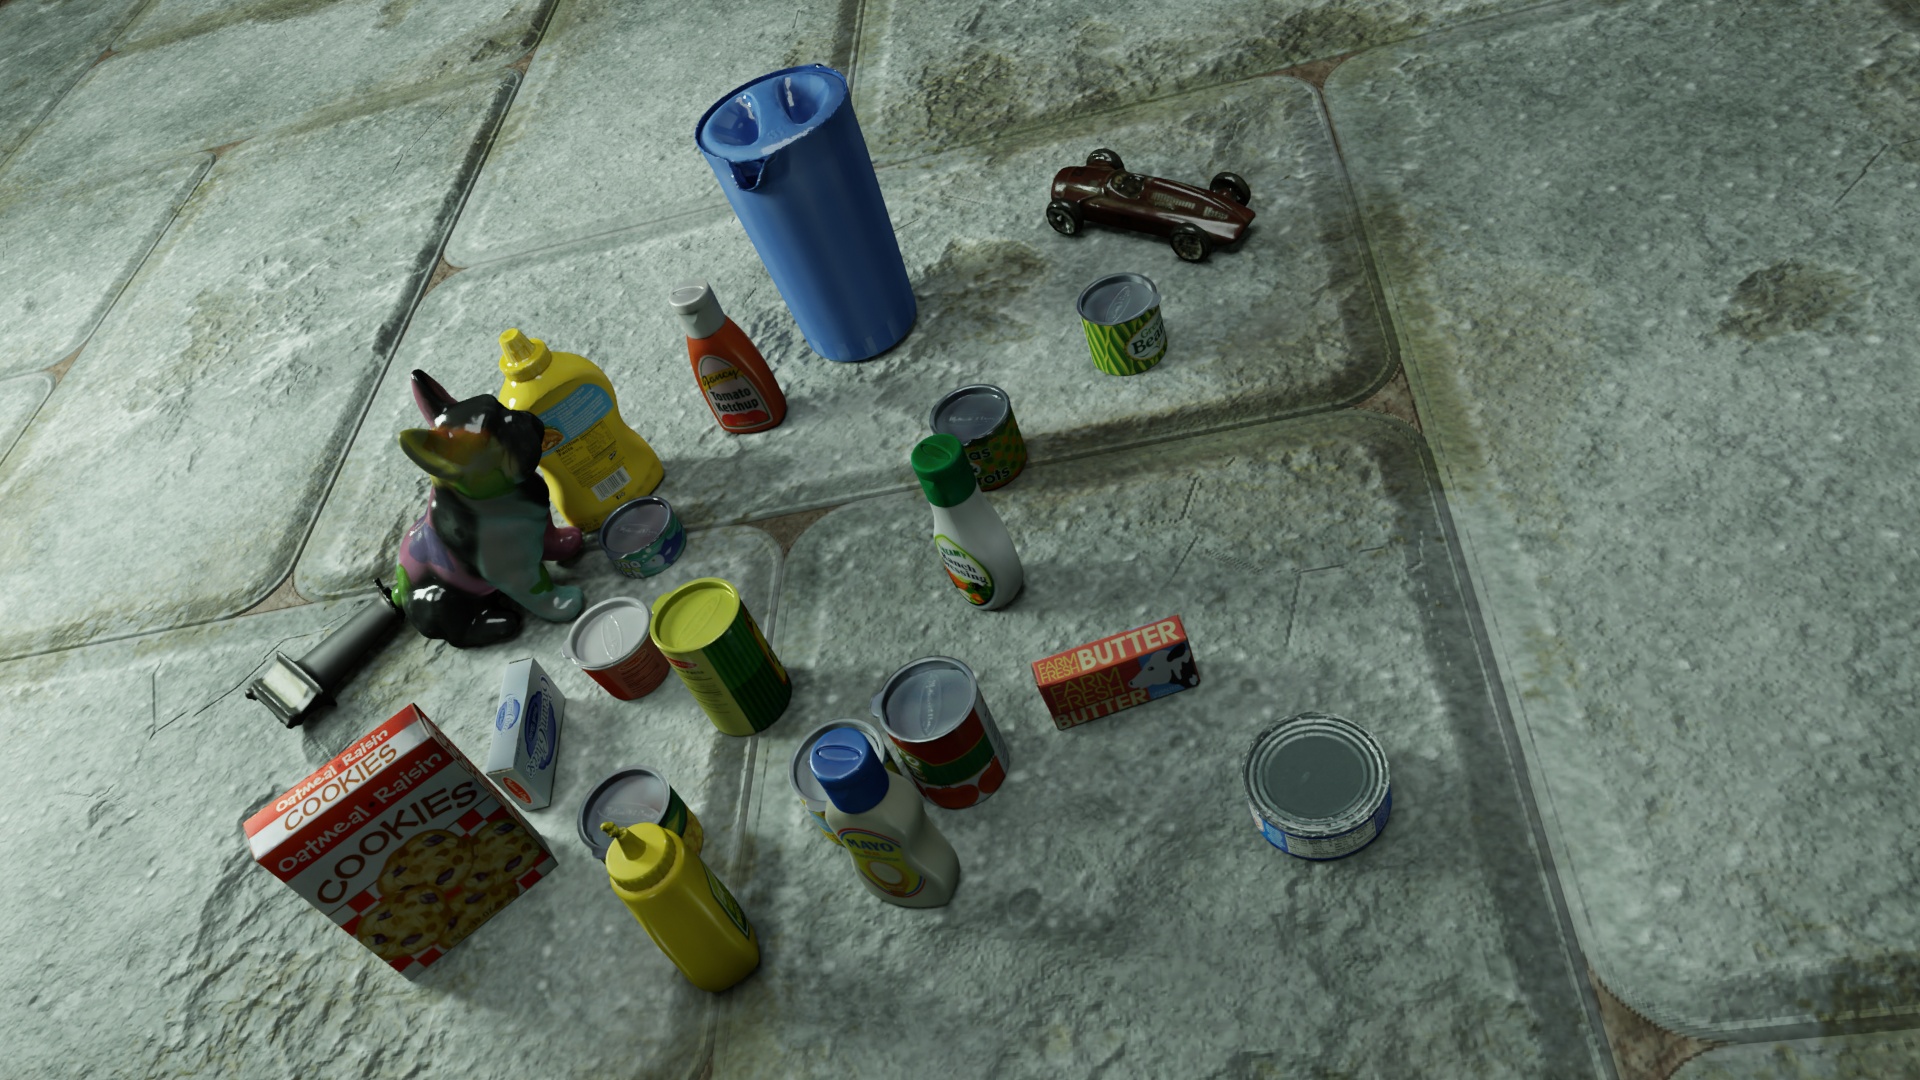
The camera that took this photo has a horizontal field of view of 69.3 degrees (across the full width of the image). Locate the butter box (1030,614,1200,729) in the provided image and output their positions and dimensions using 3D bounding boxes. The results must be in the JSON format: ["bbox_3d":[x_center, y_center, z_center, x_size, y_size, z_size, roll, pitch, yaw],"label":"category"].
[{"bbox_3d":[0.103,0.088,0.916,0.103,0.053,0.024,-19,45,4],"label":"butter box"}]

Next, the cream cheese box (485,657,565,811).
[{"bbox_3d":[-0.321,0.143,1.029,0.024,0.053,0.104,-15,45,8],"label":"cream cheese box"}]

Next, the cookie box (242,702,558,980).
[{"bbox_3d":[-0.361,0.200,0.911,0.123,0.166,0.040,-38,46,-14],"label":"cookie box"}]

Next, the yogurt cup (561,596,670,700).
[{"bbox_3d":[-0.257,0.085,1.059,0.072,0.053,0.073,-11,46,12],"label":"yogurt cup"}]

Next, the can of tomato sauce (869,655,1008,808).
[{"bbox_3d":[-0.012,0.126,0.903,0.071,0.082,0.071,-11,46,12],"label":"can of tomato sauce"}]

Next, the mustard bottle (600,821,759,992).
[{"bbox_3d":[-0.172,0.211,0.831,0.049,0.159,0.065,-32,45,-9],"label":"mustard bottle"}]

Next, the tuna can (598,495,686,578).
[{"bbox_3d":[-0.266,-0.001,1.158,0.071,0.032,0.071,-11,46,12],"label":"tuna can"}]

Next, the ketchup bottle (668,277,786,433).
[{"bbox_3d":[-0.205,-0.159,1.200,0.065,0.148,0.044,-6,47,17],"label":"ketchup bottle"}]

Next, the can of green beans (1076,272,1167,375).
[{"bbox_3d":[0.135,-0.179,1.151,0.071,0.057,0.071,-11,46,12],"label":"can of green beans"}]

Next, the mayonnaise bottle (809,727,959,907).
[{"bbox_3d":[-0.049,0.168,0.832,0.065,0.147,0.041,2,50,23],"label":"mayonnaise bottle"}]

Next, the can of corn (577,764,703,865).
[{"bbox_3d":[-0.215,0.196,0.934,0.071,0.058,0.071,-11,46,12],"label":"can of corn"}]

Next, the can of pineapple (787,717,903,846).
[{"bbox_3d":[-0.074,0.161,0.913,0.071,0.057,0.071,-11,46,12],"label":"can of pineapple"}]

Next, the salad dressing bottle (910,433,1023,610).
[{"bbox_3d":[0.004,-0.012,0.981,0.064,0.147,0.044,26,62,38],"label":"salad dressing bottle"}]

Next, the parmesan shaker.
[{"bbox_3d":[-0.171,0.083,0.992,0.071,0.102,0.072,-11,46,12],"label":"parmesan shaker"}]

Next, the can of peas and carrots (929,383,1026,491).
[{"bbox_3d":[0.014,-0.080,1.104,0.071,0.058,0.071,-11,46,12],"label":"can of peas and carrots"}]
